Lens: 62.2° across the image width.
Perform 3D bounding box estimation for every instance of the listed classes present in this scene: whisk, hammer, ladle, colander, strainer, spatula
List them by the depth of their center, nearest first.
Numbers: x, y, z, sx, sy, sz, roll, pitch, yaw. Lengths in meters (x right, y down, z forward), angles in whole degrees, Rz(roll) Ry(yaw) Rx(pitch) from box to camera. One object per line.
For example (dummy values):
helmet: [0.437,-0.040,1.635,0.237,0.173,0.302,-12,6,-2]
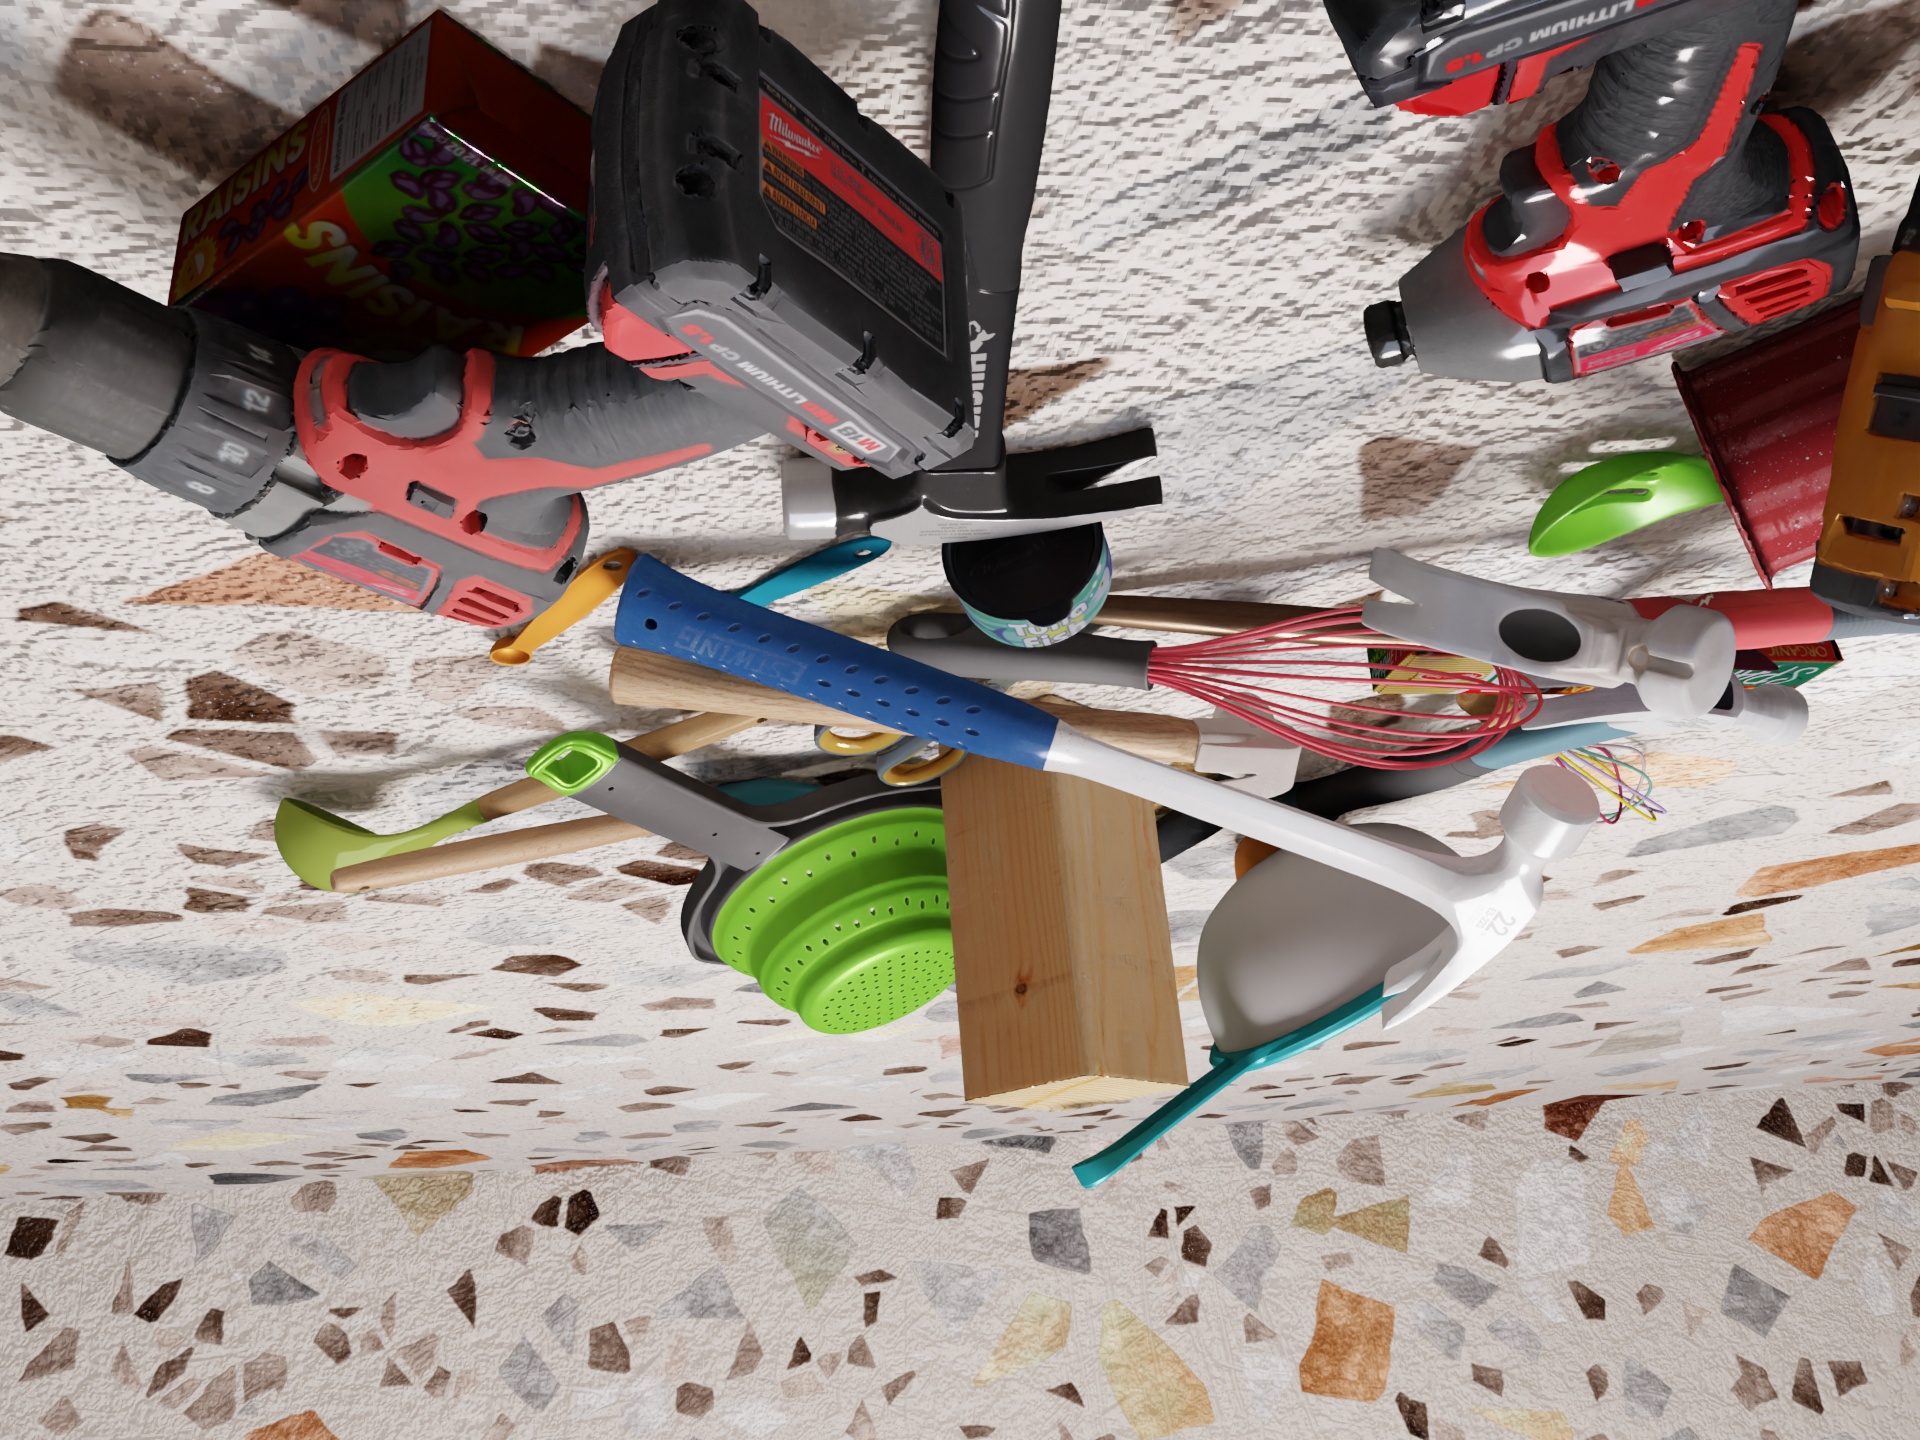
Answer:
hammer: [0.011,-0.147,0.487,0.146,0.035,0.334,-2,158,-4]
hammer: [0.047,0.019,0.682,0.405,0.035,0.144,19,129,2]
hammer: [0.345,-0.049,0.699,0.386,0.038,0.143,-6,-161,-39]
whisk: [0.105,-0.023,0.715,0.296,0.073,0.073,7,162,18]
spatula: [0.206,-0.041,0.734,0.316,0.018,0.060,4,-162,6]
hammer: [-0.001,-0.002,0.761,0.331,0.031,0.130,7,-166,-2]
ladle: [-0.240,0.029,0.876,0.320,0.062,0.078,-19,156,16]
hammer: [0.286,0.021,0.889,0.128,0.033,0.331,10,164,-22]
spatula: [-0.194,0.070,0.904,0.317,0.044,0.082,-9,158,-39]
colander: [-0.097,0.102,0.909,0.204,0.095,0.396,-35,149,12]
strainer: [0.175,0.150,0.955,0.340,0.095,0.211,-28,174,-31]
whisk: [0.363,0.019,0.967,0.051,0.047,0.244,-22,148,38]
hammer: [0.114,0.111,1.145,0.149,0.036,0.409,4,156,-23]

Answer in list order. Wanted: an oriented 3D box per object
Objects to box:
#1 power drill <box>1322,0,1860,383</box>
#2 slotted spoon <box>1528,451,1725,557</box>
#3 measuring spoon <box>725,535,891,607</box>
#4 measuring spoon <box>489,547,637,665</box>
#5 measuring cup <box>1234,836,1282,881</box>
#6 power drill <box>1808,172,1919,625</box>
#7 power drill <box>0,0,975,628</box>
power drill: [0.166,-0.163,0.431,0.143,0.079,0.219,-13,159,21]
slotted spoon: [0.395,-0.106,0.678,0.313,0.031,0.070,-6,159,-1]
measuring spoon: [-0.080,-0.053,0.713,0.128,0.021,0.042,-20,154,36]
measuring spoon: [-0.179,-0.052,0.716,0.021,0.011,0.117,14,148,-40]
measuring cup: [0.265,0.113,1.159,0.095,0.052,0.173,-22,154,35]
power drill: [0.365,-0.126,0.487,0.226,0.185,0.084,-6,-160,-25]
power drill: [-0.129,-0.098,0.421,0.227,0.080,0.187,-16,156,32]
